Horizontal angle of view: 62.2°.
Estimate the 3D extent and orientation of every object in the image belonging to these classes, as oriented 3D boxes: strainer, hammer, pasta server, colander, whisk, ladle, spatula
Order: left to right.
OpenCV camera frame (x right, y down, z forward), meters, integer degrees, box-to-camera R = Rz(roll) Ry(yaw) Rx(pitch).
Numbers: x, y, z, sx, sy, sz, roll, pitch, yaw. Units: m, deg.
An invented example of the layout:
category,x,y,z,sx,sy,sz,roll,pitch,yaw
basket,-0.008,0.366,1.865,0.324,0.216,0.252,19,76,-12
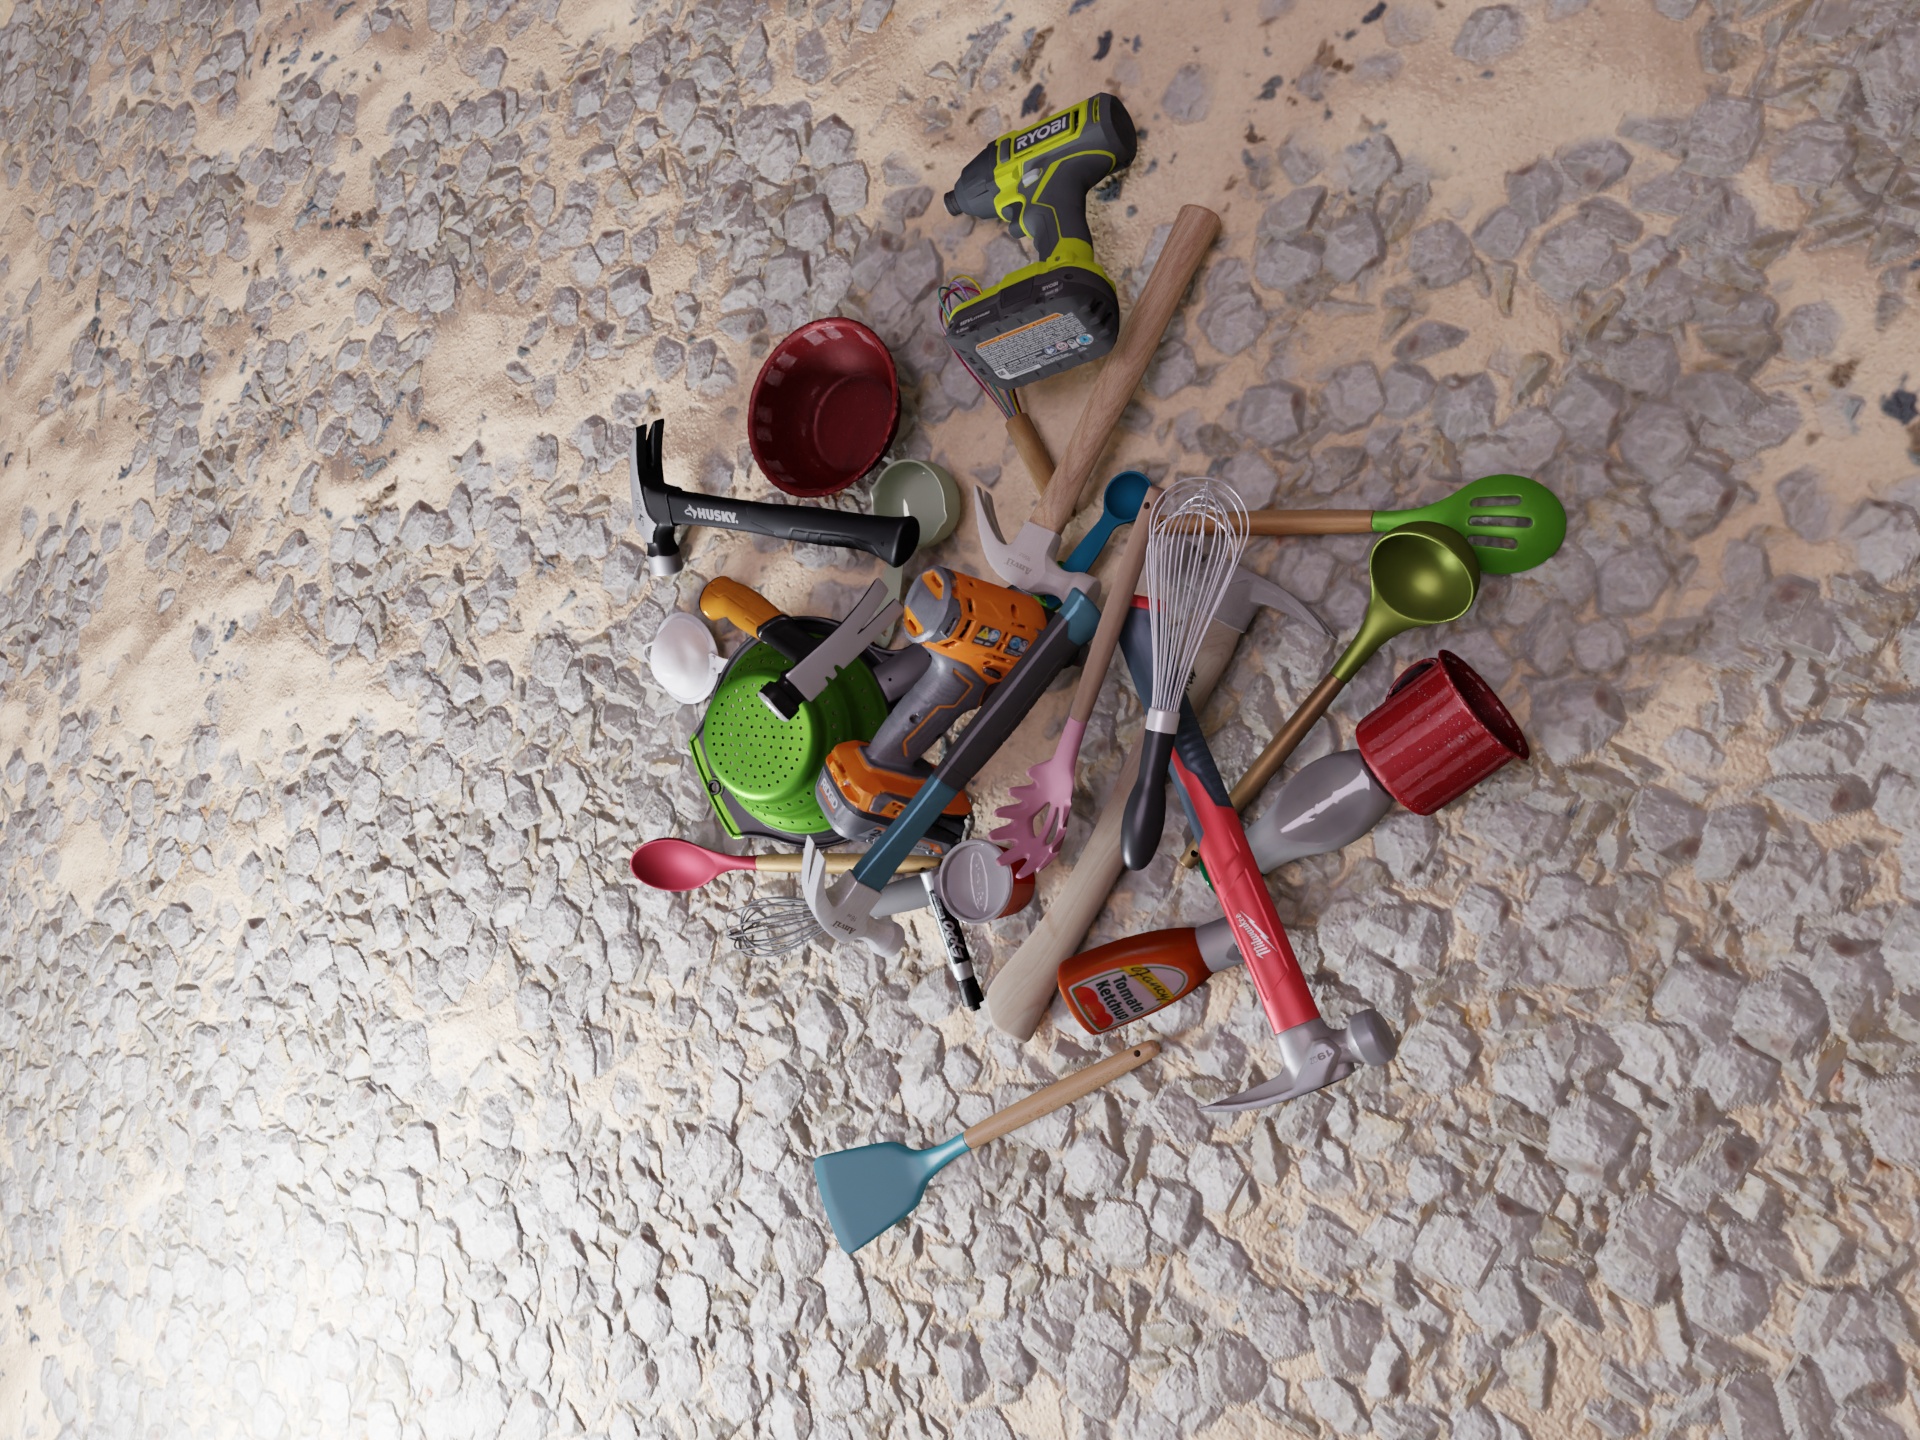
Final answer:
category,x,y,z,sx,sy,sz,roll,pitch,yaw
strainer,-0.204,-0.050,1.451,0.258,0.050,0.087,7,103,29
hammer,-0.170,-0.182,1.393,0.335,0.035,0.146,12,120,37
hammer,-0.155,-0.086,1.329,0.127,0.034,0.337,-44,25,-7
ladle,-0.156,0.125,1.401,0.315,0.069,0.031,-2,44,27
whisk,-0.102,0.161,1.360,0.239,0.055,0.055,-16,76,24
colander,-0.084,-0.026,1.328,0.397,0.094,0.204,-30,80,21
hammer,-0.002,0.037,1.222,0.331,0.128,0.033,-51,42,8
spatula,0.022,0.326,1.266,0.317,0.044,0.082,-33,65,23
whisk,0.039,-0.271,1.327,0.047,0.051,0.245,-30,73,19
pasta server,0.093,-0.025,1.190,0.060,0.040,0.316,32,115,32
hammer,0.116,-0.255,1.262,0.130,0.031,0.331,27,91,25
hammer,0.137,0.072,1.231,0.146,0.038,0.410,31,101,29
whisk,0.151,-0.031,1.131,0.070,0.070,0.284,13,96,32
hammer,0.173,0.085,1.154,0.143,0.038,0.387,-29,69,25
ladle,0.255,-0.009,1.148,0.078,0.062,0.320,39,111,9

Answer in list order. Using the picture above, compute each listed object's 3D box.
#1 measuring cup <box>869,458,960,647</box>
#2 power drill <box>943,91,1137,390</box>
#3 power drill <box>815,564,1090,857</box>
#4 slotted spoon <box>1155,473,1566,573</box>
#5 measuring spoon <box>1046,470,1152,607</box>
category,x,y,z,sx,sy,sz,roll,pitch,yaw
measuring cup,-0.044,-0.143,1.372,0.083,0.038,0.167,23,112,29
power drill,0.056,-0.386,1.285,0.171,0.080,0.223,-14,58,31
power drill,-0.002,-0.004,1.266,0.226,0.164,0.084,-61,36,21
slotted spoon,0.280,-0.145,1.174,0.314,0.031,0.070,4,91,33
measuring spoon,0.112,-0.142,1.274,0.042,0.021,0.128,42,102,29
